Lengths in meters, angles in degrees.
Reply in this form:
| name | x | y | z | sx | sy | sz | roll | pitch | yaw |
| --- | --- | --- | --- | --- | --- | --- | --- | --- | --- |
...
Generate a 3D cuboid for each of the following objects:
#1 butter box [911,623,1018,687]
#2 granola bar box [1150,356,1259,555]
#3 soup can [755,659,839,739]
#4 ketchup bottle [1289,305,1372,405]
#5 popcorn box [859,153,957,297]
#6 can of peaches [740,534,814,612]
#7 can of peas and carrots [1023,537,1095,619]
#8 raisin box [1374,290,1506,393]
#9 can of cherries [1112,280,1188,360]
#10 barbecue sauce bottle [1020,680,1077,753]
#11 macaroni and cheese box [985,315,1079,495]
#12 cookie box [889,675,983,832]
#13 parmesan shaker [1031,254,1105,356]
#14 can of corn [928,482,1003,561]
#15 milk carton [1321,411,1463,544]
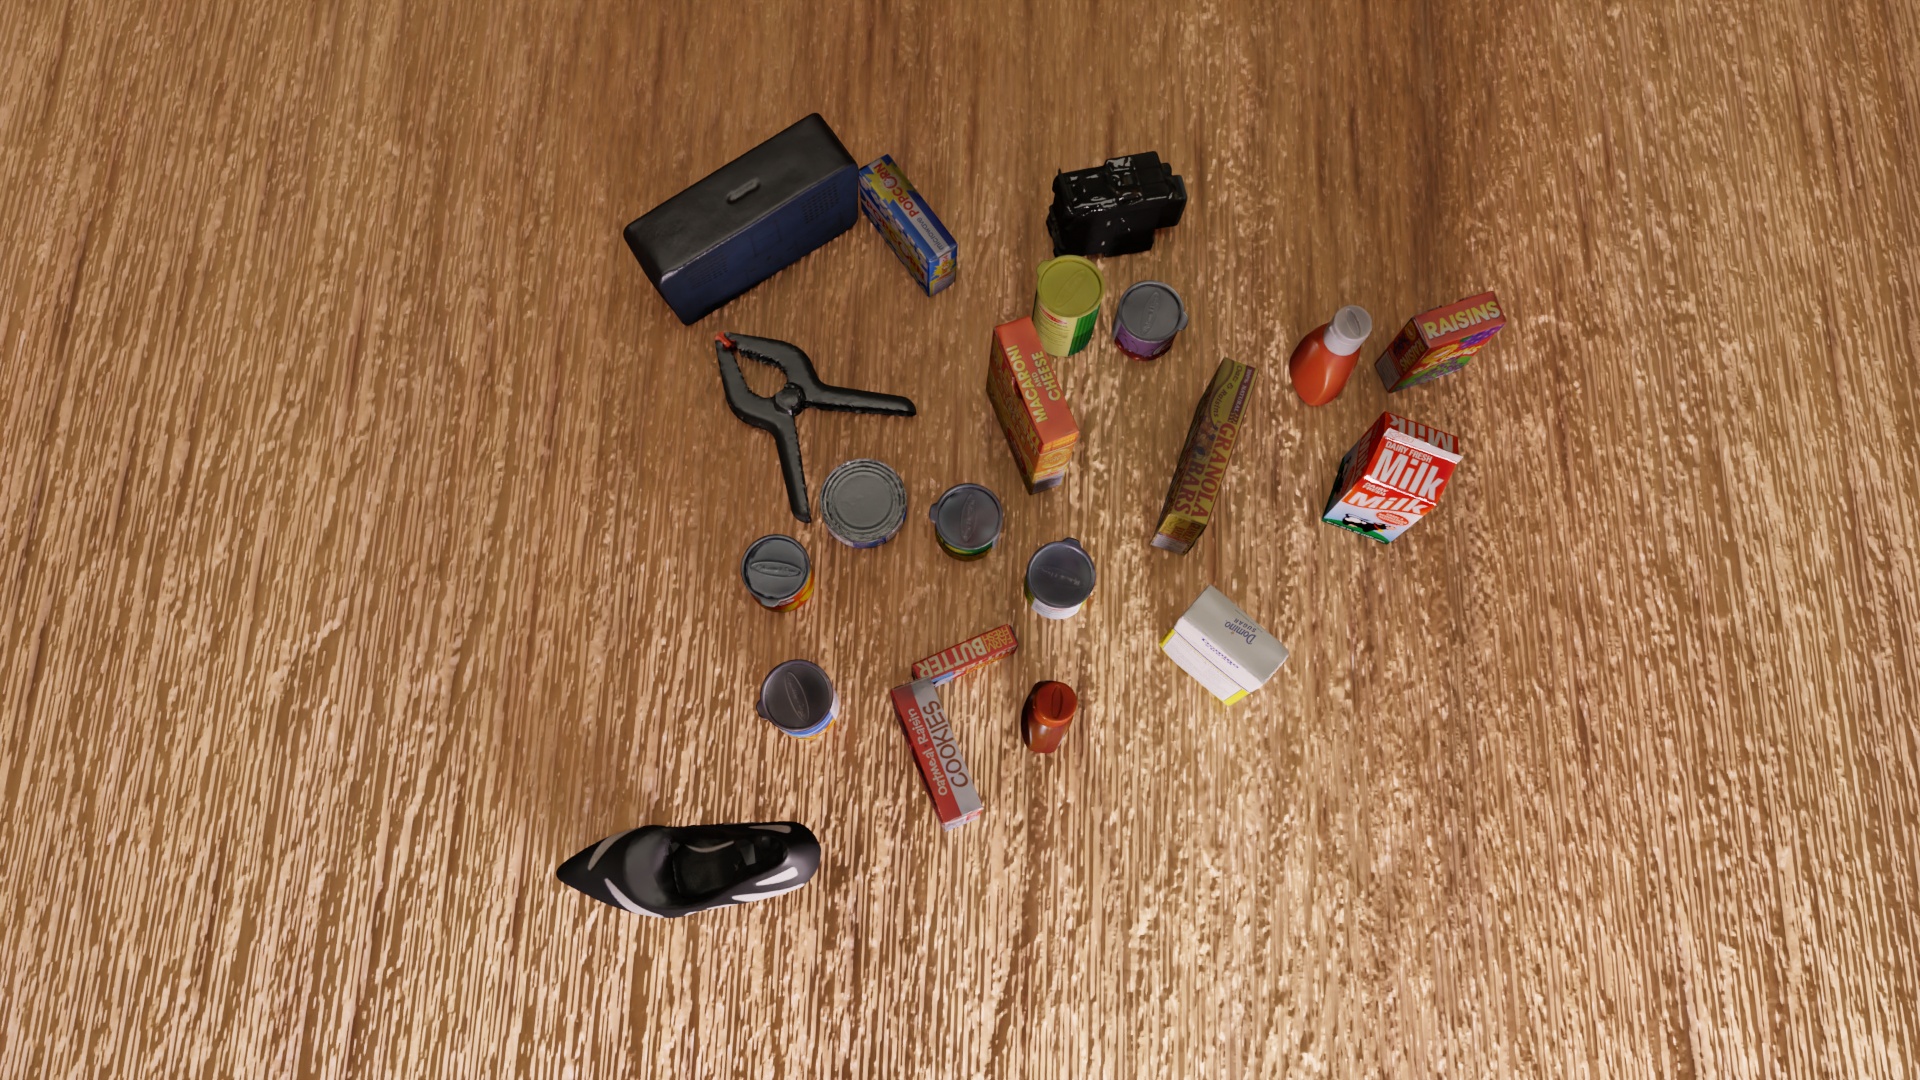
| name | x | y | z | sx | sy | sz | roll | pitch | yaw |
| --- | --- | --- | --- | --- | --- | --- | --- | --- | --- |
| butter box | 0.003 | 0.113 | 1.324 | 0.103 | 0.053 | 0.024 | -23 | 77 | -7 |
| granola bar box | 0.235 | -0.078 | 1.342 | 0.039 | 0.124 | 0.166 | 20 | 76 | 4 |
| soup can | -0.151 | 0.151 | 1.295 | 0.071 | 0.083 | 0.071 | 0 | 76 | -1 |
| ketchup bottle | 0.362 | -0.184 | 1.359 | 0.043 | 0.148 | 0.065 | -17 | 77 | -5 |
| popcorn box | -0.053 | -0.320 | 1.419 | 0.038 | 0.085 | 0.127 | -35 | 79 | -9 |
| can of peaches | -0.176 | 0.035 | 1.338 | 0.071 | 0.058 | 0.071 | 0 | 76 | -1 |
| can of peas and carrots | 0.095 | 0.037 | 1.343 | 0.071 | 0.058 | 0.071 | 0 | 76 | -1 |
| raisin box | 0.474 | -0.196 | 1.377 | 0.086 | 0.123 | 0.040 | -18 | 77 | -5 |
| can of cherries | 0.192 | -0.221 | 1.411 | 0.071 | 0.058 | 0.071 | 0 | 76 | -1 |
| barbecue sauce bottle | 0.081 | 0.156 | 1.265 | 0.044 | 0.148 | 0.065 | 6 | 76 | 1 |
| macaroni and cheese box | 0.065 | -0.125 | 1.328 | 0.040 | 0.166 | 0.124 | -20 | 77 | -6 |
| cookie box | -0.023 | 0.195 | 1.243 | 0.040 | 0.167 | 0.123 | -22 | 77 | -6 |
| parmesan shaker | 0.104 | -0.235 | 1.390 | 0.071 | 0.103 | 0.071 | 0 | 76 | -1 |
| can of corn | 0.005 | -0.017 | 1.355 | 0.071 | 0.058 | 0.071 | 0 | 76 | -1 |
| milk carton | 0.406 | -0.062 | 1.307 | 0.072 | 0.190 | 0.073 | 21 | 77 | 4 |
